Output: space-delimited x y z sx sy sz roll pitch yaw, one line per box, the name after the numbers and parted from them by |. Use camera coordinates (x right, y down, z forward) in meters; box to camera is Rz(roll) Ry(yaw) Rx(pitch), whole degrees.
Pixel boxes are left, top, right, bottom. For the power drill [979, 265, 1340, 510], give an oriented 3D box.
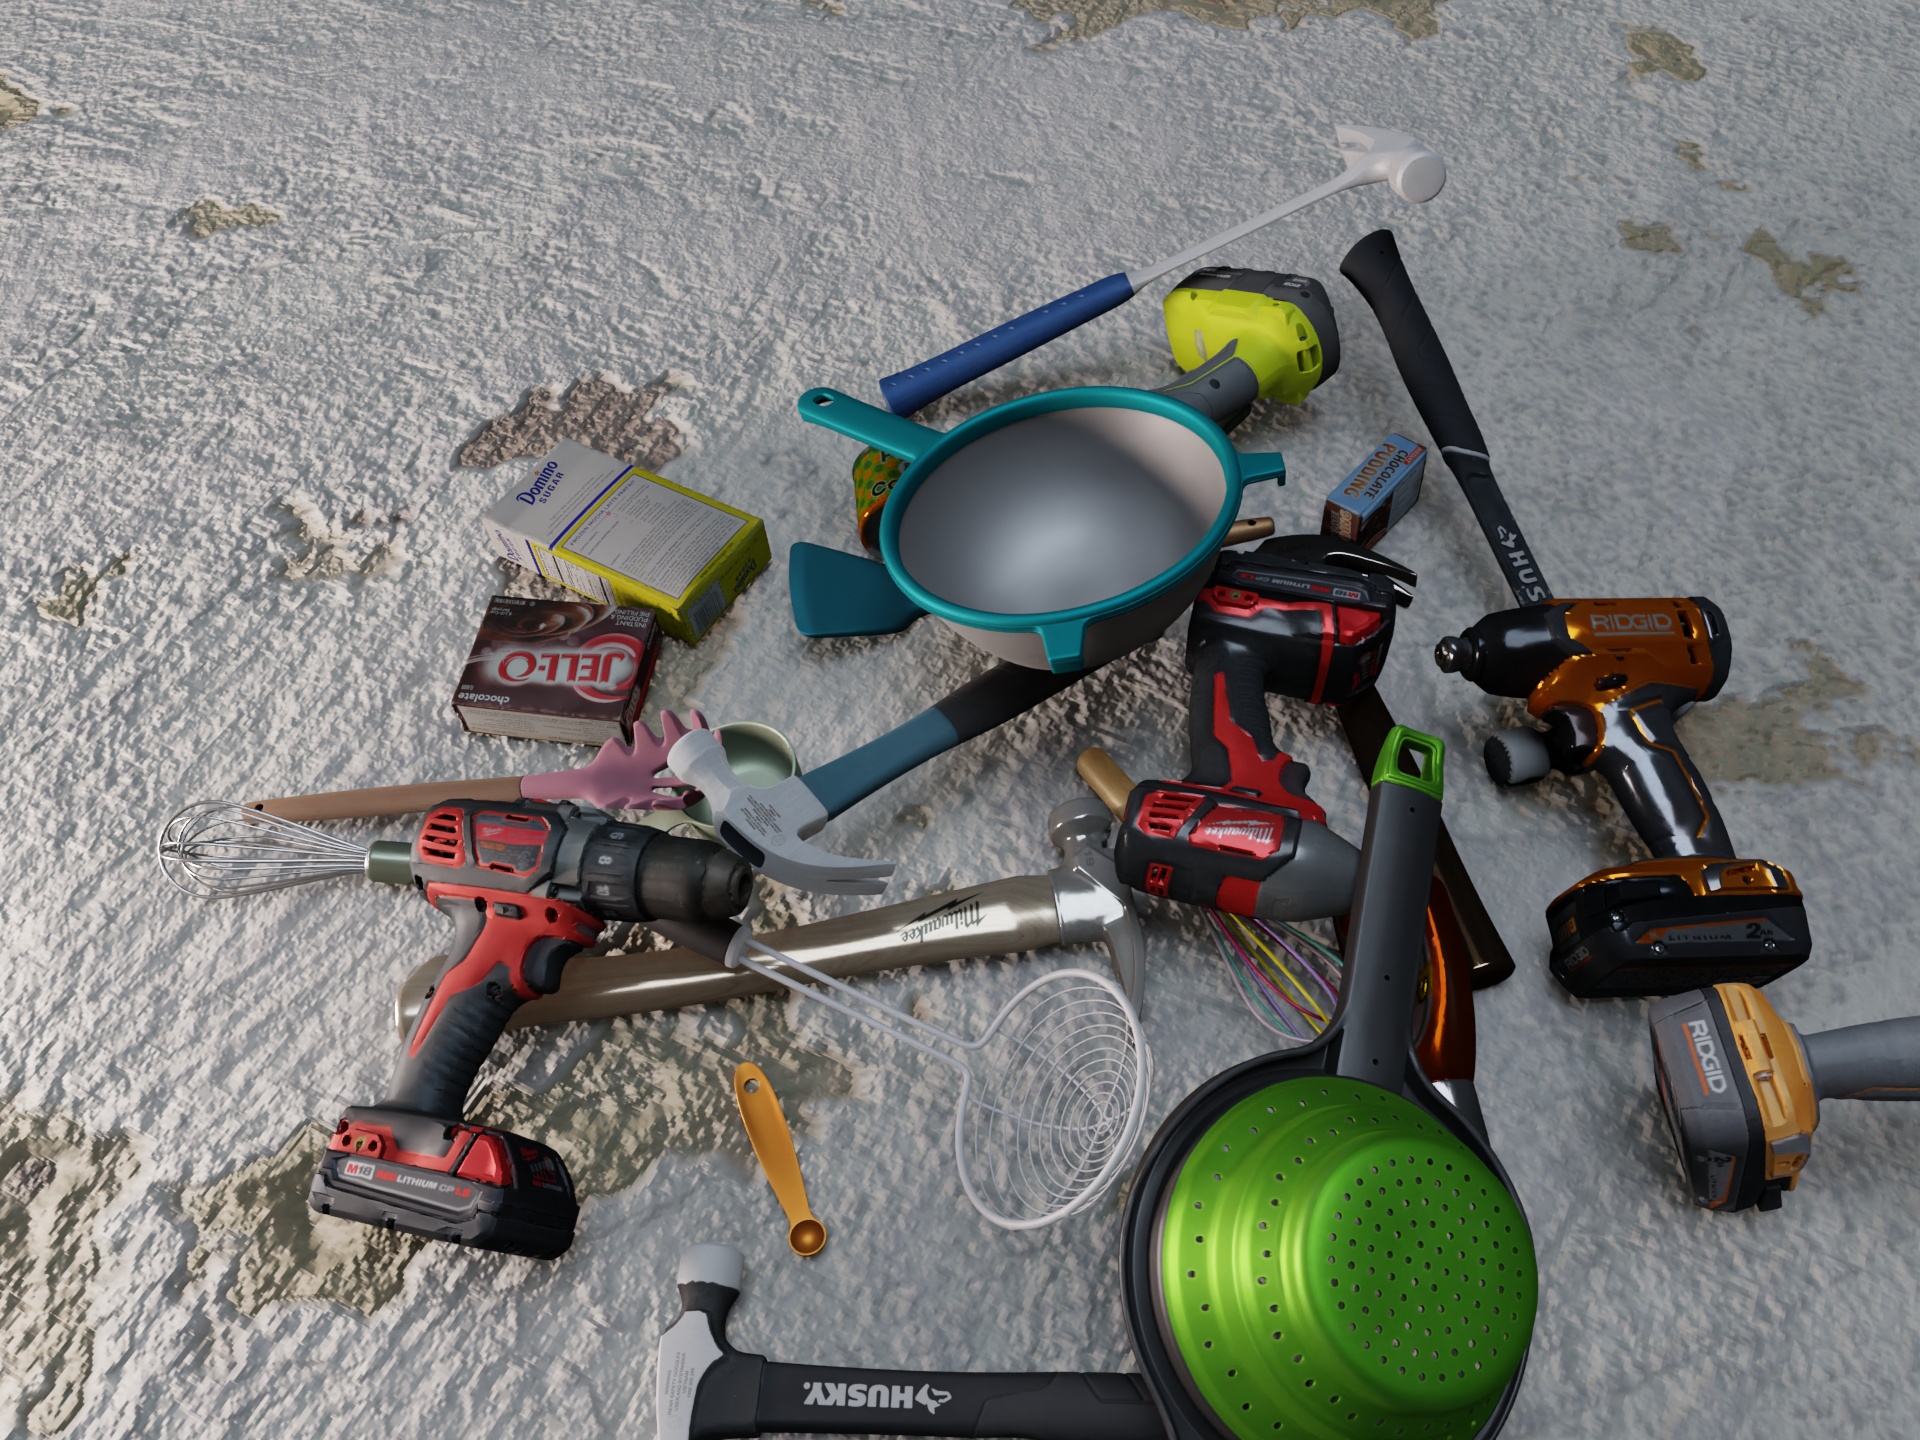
0.134 -0.226 1.103 0.228 0.080 0.191 -41 41 -25 | power drill

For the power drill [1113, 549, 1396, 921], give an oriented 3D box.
0.177 0.013 0.890 0.143 0.078 0.220 12 53 12 | power drill

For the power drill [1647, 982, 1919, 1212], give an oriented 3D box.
0.460 0.175 0.762 0.226 0.185 0.084 -15 51 16 | power drill

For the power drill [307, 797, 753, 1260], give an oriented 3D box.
-0.213 0.150 0.807 0.188 0.080 0.227 5 69 18 | power drill

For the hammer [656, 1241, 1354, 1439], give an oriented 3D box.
0.023 0.324 0.738 0.335 0.035 0.146 1 53 4 | hammer

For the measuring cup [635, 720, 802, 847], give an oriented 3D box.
-0.167 0.066 0.945 0.167 0.038 0.083 -35 55 -10 | measuring cup

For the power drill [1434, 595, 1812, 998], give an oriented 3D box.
0.358 0.034 0.879 0.164 0.084 0.227 -1 63 -5 | power drill

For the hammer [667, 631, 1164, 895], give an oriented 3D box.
-0.001 -0.003 0.938 0.331 0.033 0.128 -29 69 -34 | hammer

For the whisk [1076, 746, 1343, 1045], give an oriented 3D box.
0.140 0.094 0.893 0.051 0.047 0.245 -54 51 18 | whisk

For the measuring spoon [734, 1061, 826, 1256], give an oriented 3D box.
-0.096 0.229 0.834 0.021 0.011 0.117 -20 51 -11 | measuring spoon

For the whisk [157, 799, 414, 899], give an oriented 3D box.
-0.354 0.083 0.940 0.246 0.058 0.059 4 88 3 | whisk

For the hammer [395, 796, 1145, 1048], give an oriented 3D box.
-0.104 0.141 0.883 0.410 0.038 0.146 -9 54 -3 | hammer

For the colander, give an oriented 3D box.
0.200 0.168 0.726 0.204 0.094 0.397 19 65 -7 | colander

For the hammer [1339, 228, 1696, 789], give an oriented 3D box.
0.339 -0.155 1.027 0.149 0.036 0.409 -12 66 -9 | hammer

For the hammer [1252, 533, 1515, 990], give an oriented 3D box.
0.253 0.012 0.960 0.130 0.031 0.332 -12 54 -5 | hammer

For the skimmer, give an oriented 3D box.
-0.072 0.135 0.808 0.363 0.090 0.127 22 81 19 | skimmer

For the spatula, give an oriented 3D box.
0.048 -0.103 1.040 0.317 0.044 0.082 -11 53 3 | spatula

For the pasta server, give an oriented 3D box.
-0.286 0.039 0.944 0.316 0.040 0.060 -5 62 11 | pasta server

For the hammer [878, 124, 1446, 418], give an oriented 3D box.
0.130 -0.316 1.133 0.405 0.035 0.144 -24 29 9 | hammer

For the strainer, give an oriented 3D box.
0.021 -0.124 0.981 0.211 0.095 0.341 -42 48 -22 | strainer
